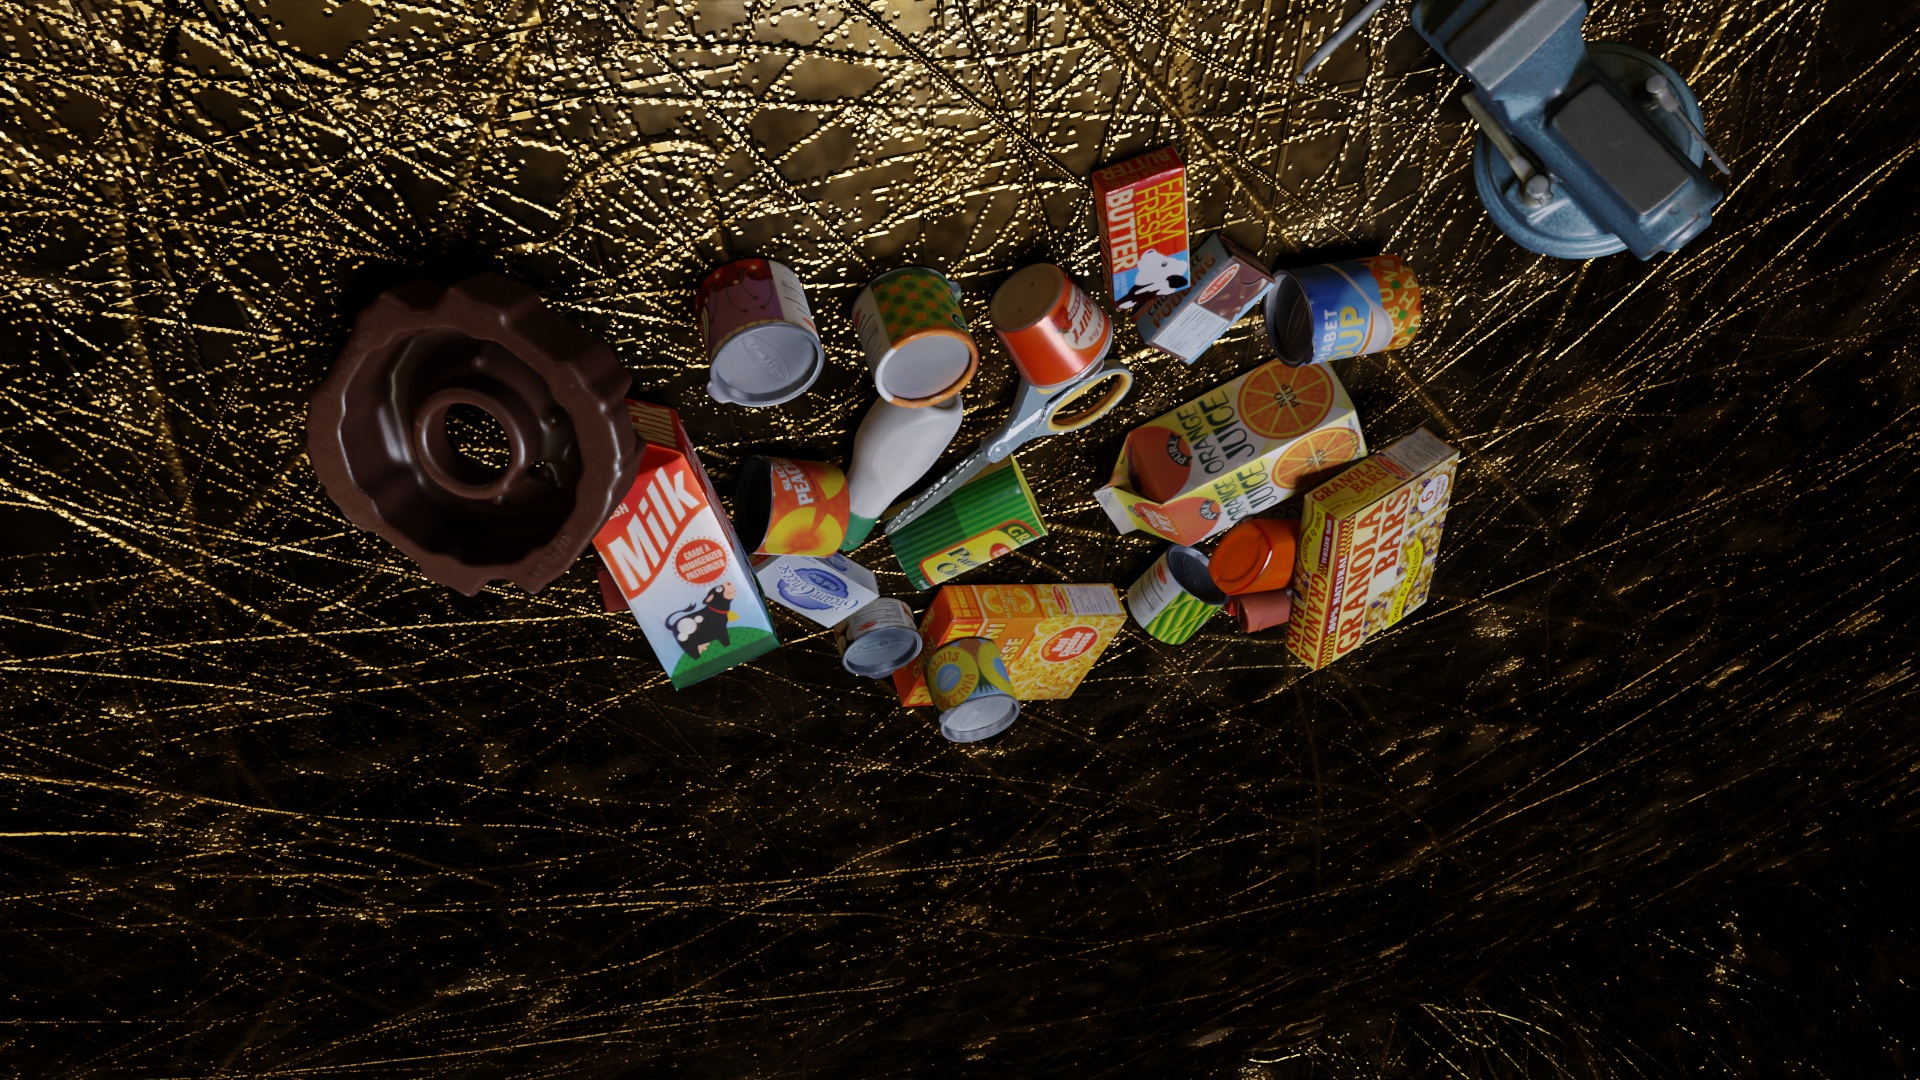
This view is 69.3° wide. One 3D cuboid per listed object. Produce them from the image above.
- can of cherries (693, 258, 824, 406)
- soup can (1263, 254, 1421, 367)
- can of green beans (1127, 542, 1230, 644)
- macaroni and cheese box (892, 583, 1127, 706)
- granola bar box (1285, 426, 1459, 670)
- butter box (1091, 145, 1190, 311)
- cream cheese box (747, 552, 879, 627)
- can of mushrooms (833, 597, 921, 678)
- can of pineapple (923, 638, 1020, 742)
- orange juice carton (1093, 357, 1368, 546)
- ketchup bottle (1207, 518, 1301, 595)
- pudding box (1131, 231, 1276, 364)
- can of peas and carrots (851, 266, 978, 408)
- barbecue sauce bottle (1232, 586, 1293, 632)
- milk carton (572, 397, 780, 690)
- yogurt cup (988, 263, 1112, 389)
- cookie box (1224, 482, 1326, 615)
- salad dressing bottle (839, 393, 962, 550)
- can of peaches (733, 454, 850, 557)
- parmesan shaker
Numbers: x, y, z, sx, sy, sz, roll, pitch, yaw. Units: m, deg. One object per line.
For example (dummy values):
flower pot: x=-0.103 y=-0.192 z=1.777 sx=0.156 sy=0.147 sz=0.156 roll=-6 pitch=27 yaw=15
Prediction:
can of cherries: x=-0.121 y=-0.120 z=0.810 sx=0.071 sy=0.058 sz=0.071 roll=-14 pitch=145 yaw=-10
soup can: x=0.259 y=-0.154 z=0.941 sx=0.084 sy=0.071 sz=0.071 roll=-11 pitch=143 yaw=-13
can of green beans: x=0.183 y=0.045 z=1.170 sx=0.071 sy=0.071 sz=0.057 roll=9 pitch=135 yaw=-35
macaroni and cheese box: x=0.040 y=0.088 z=1.179 sx=0.167 sy=0.040 sz=0.123 roll=1 pitch=139 yaw=-28
granola bar box: x=0.313 y=0.009 z=1.061 sx=0.124 sy=0.039 sz=0.164 roll=-28 pitch=138 yaw=-21
butter box: x=0.113 y=-0.192 z=0.860 sx=0.053 sy=0.024 sz=0.103 roll=-20 pitch=145 yaw=-2
cream cheese box: x=-0.113 y=0.028 z=1.039 sx=0.053 sy=0.024 sz=0.103 roll=-34 pitch=142 yaw=20
can of mushrooms: x=-0.067 y=0.079 z=1.119 sx=0.071 sy=0.033 sz=0.070 roll=-14 pitch=144 yaw=-10
can of pineapple: x=0.007 y=0.120 z=1.116 sx=0.071 sy=0.058 sz=0.070 roll=-13 pitch=143 yaw=-10
orange juice carton: x=0.195 y=-0.062 z=1.029 sx=0.192 sy=0.073 sz=0.071 roll=-27 pitch=146 yaw=9
ketchup bottle: x=0.259 y=0.011 z=1.087 sx=0.149 sy=0.044 sz=0.064 roll=-3 pitch=141 yaw=-45
pudding box: x=0.161 y=-0.159 z=0.921 sx=0.049 sy=0.030 sz=0.083 roll=18 pitch=130 yaw=-39
can of peas and carrots: x=-0.025 y=-0.124 z=0.851 sx=0.071 sy=0.059 sz=0.070 roll=-13 pitch=144 yaw=-10
barbecue sauce bottle: x=0.305 y=0.040 z=1.172 sx=0.149 sy=0.044 sz=0.064 roll=-17 pitch=143 yaw=-6
milk carton: x=-0.184 y=-0.009 z=0.855 sx=0.073 sy=0.072 sz=0.189 roll=-24 pitch=120 yaw=-4
yogurt cup: x=0.054 y=-0.137 z=0.871 sx=0.072 sy=0.073 sz=0.054 roll=-31 pitch=135 yaw=15
cookie box: x=0.314 y=0.001 z=1.199 sx=0.168 sy=0.040 sz=0.122 roll=-11 pitch=143 yaw=-13
salad dressing bottle: x=-0.052 y=-0.052 z=0.947 sx=0.064 sy=0.044 sz=0.147 roll=-5 pitch=145 yaw=-41
can of peaches: x=-0.113 y=-0.024 z=0.933 sx=0.058 sy=0.071 sz=0.071 roll=5 pitch=137 yaw=-31
parmesan shaker: x=0.004 y=-0.013 z=1.007 sx=0.103 sy=0.071 sz=0.071 roll=-25 pitch=144 yaw=7
